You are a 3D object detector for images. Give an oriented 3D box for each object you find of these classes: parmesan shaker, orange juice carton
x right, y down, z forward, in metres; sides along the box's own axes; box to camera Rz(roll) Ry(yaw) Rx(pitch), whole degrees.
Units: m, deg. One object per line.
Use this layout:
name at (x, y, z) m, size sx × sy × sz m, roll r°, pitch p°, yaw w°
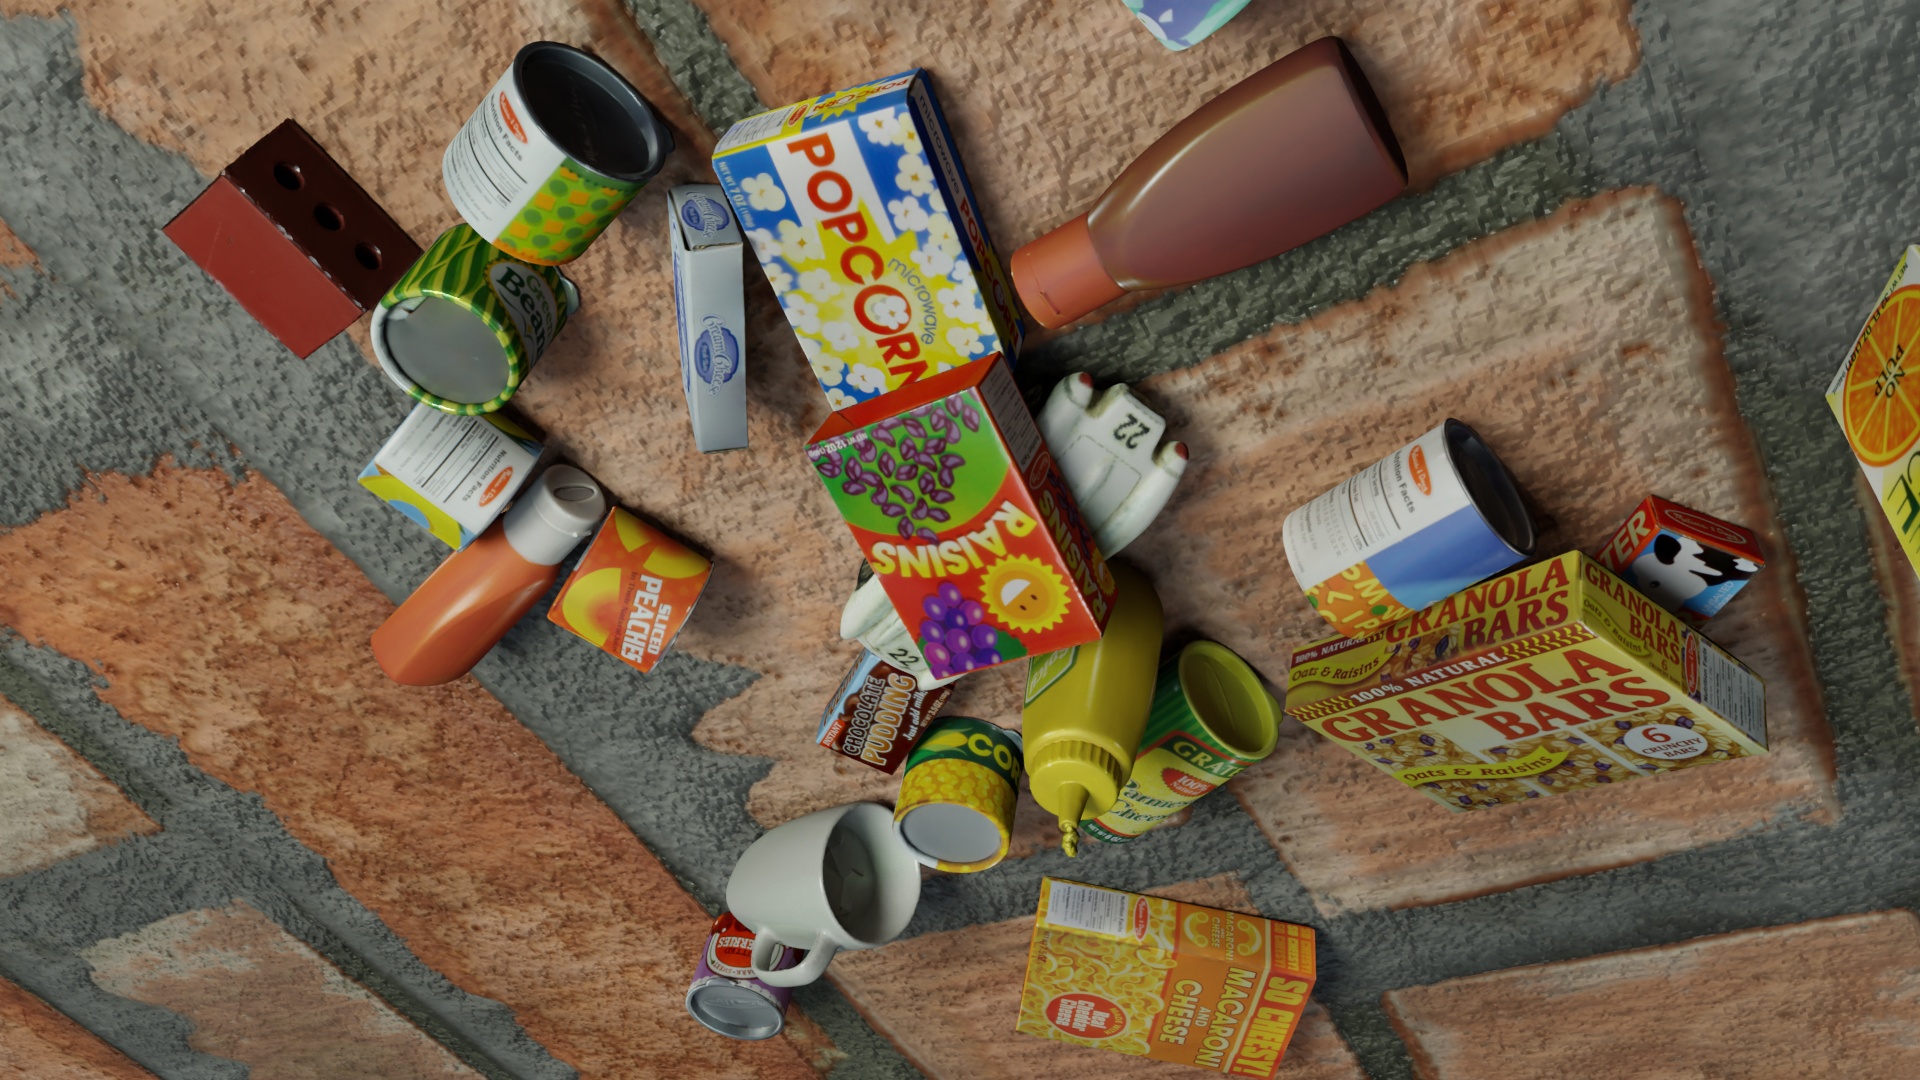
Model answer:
parmesan shaker at (0.105, 0.106, 0.712) m, size 0.071 × 0.072 × 0.102 m, roll 34°, pitch 128°, yaw -17°
orange juice carton at (0.371, -0.019, 0.467) m, size 0.073 × 0.194 × 0.071 m, roll 8°, pitch 132°, yaw 6°

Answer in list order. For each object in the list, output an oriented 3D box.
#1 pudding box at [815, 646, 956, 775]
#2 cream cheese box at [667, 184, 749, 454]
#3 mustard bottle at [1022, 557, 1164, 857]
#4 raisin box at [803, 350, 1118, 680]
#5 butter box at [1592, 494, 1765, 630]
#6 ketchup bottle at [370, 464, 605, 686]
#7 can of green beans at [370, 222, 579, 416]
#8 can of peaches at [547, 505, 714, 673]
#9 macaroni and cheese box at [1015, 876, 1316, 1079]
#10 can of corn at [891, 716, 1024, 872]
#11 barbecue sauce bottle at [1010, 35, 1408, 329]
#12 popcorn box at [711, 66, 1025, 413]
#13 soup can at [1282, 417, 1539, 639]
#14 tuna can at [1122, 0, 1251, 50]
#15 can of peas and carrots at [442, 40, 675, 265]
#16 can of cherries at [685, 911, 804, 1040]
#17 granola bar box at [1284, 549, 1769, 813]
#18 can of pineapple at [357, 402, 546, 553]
pudding box at (-0.039, 0.085, 0.746) m, size 0.049 × 0.030 × 0.083 m, roll 26°, pitch 130°, yaw -9°
cream cheese box at (-0.107, -0.094, 0.592) m, size 0.024 × 0.053 × 0.103 m, roll -8°, pitch 133°, yaw -15°
mustard bottle at (0.057, 0.076, 0.633) m, size 0.049 × 0.161 × 0.065 m, roll 32°, pitch 127°, yaw -14°
raisin box at (0.002, -0.007, 0.586) m, size 0.086 × 0.040 × 0.123 m, roll -18°, pitch 112°, yaw 26°
butter box at (0.307, 0.030, 0.633) m, size 0.053 × 0.024 × 0.103 m, roll 20°, pitch 131°, yaw -5°
ketchup bottle at (-0.238, 0.019, 0.713) m, size 0.148 × 0.065 × 0.043 m, roll -40°, pitch 78°, yaw 27°
can of green beans at (-0.214, -0.097, 0.609) m, size 0.071 × 0.058 × 0.071 m, roll 6°, pitch 131°, yaw 7°
can of peaches at (-0.165, 0.025, 0.695) m, size 0.058 × 0.071 × 0.071 m, roll 32°, pitch 128°, yaw -14°
macaroni and cheese box at (0.125, 0.275, 0.868) m, size 0.166 × 0.040 × 0.123 m, roll 9°, pitch 131°, yaw 4°
can of corn at (0.001, 0.140, 0.766) m, size 0.071 × 0.058 × 0.070 m, roll 6°, pitch 131°, yaw 7°
barbecue sauce bottle at (0.089, -0.128, 0.532) m, size 0.148 × 0.044 × 0.064 m, roll -24°, pitch 121°, yaw 29°
popcorn box at (-0.034, -0.119, 0.567) m, size 0.085 × 0.038 × 0.126 m, roll -10°, pitch 127°, yaw 19°
soup can at (0.195, -0.002, 0.602) m, size 0.071 × 0.072 × 0.083 m, roll 40°, pitch 127°, yaw -21°
tuna can at (0.080, -0.197, 0.460) m, size 0.033 × 0.071 × 0.071 m, roll 39°, pitch 126°, yaw -21°
can of peas and carrots at (-0.159, -0.151, 0.549) m, size 0.071 × 0.071 × 0.058 m, roll 40°, pitch 126°, yaw -21°
can of cherries at (-0.141, 0.286, 0.919) m, size 0.071 × 0.059 × 0.071 m, roll 6°, pitch 131°, yaw 8°
granola bar box at (0.251, 0.070, 0.634) m, size 0.124 × 0.039 × 0.165 m, roll 30°, pitch 148°, yaw -20°
can of pineapple at (-0.242, -0.037, 0.662) m, size 0.058 × 0.071 × 0.070 m, roll 40°, pitch 126°, yaw -20°
